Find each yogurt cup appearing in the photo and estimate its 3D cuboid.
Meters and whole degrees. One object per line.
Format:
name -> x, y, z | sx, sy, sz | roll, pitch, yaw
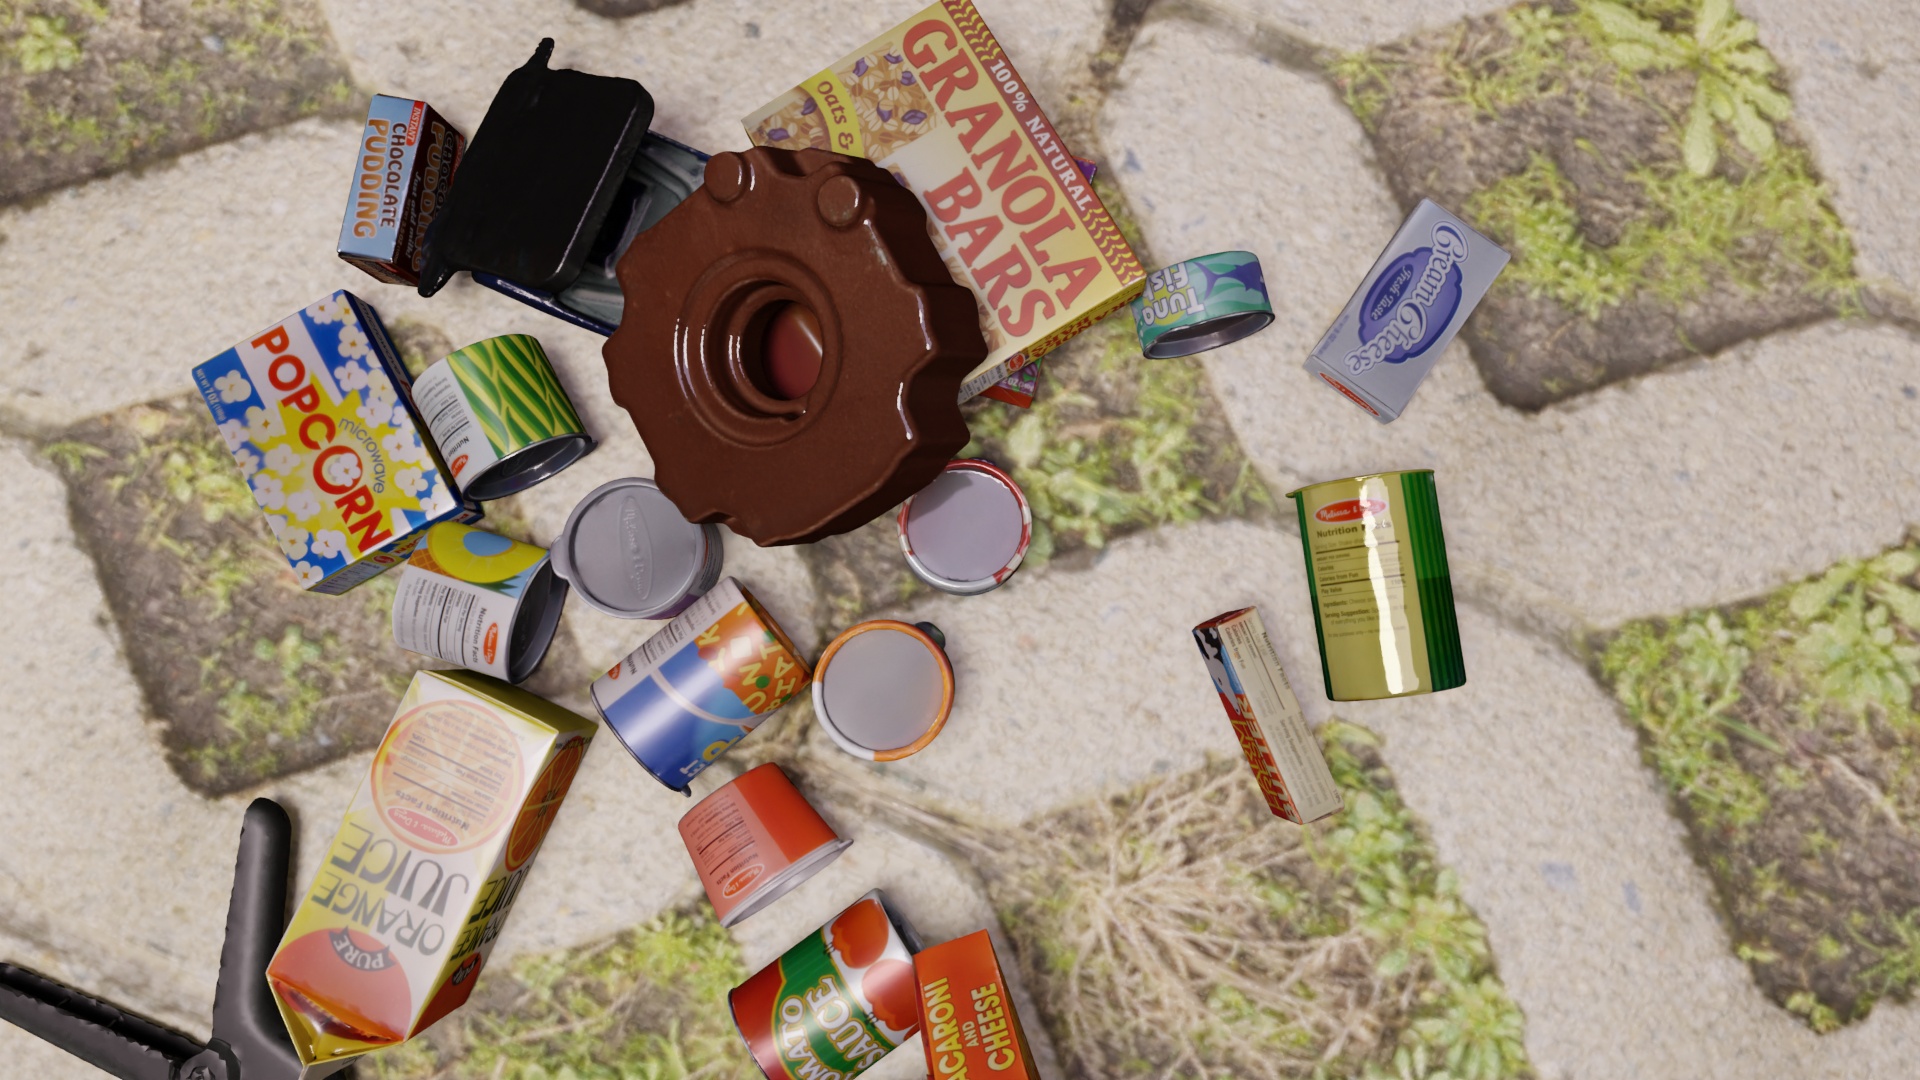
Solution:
yogurt cup -> -0.096, 0.142, 0.655 | 0.072, 0.072, 0.054 | -35, 78, -3

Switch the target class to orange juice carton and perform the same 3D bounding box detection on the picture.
orange juice carton -> -0.251, 0.160, 0.648 | 0.073, 0.071, 0.193 | 25, 85, 2

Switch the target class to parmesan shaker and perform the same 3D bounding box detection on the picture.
parmesan shaker -> 0.198, 0.022, 0.666 | 0.071, 0.071, 0.103 | -7, 86, -1

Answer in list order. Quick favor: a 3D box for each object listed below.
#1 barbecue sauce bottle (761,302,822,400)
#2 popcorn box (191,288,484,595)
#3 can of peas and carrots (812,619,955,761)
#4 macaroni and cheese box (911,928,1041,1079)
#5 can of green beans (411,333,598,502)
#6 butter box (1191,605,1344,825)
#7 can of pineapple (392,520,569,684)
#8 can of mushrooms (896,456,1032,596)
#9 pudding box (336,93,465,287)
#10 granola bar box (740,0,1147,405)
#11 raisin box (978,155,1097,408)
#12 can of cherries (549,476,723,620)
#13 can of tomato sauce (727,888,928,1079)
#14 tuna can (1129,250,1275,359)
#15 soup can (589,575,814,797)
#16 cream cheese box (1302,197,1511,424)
barbecue sauce bottle -> -0.074, -0.084, 0.680 | 0.064, 0.044, 0.148 | -23, 79, 38
popcorn box -> -0.306, -0.048, 0.684 | 0.085, 0.038, 0.127 | -29, 85, -3
can of peas and carrots -> -0.034, 0.069, 0.663 | 0.071, 0.058, 0.071 | 0, 85, 0
macaroni and cheese box -> 0.026, 0.269, 0.582 | 0.040, 0.124, 0.165 | -19, 112, -2
can of green beans -> -0.222, -0.059, 0.672 | 0.071, 0.071, 0.058 | -28, 85, -2
butter box -> 0.146, 0.084, 0.665 | 0.024, 0.053, 0.103 | -23, 86, -5
can of pineapple -> -0.228, 0.028, 0.665 | 0.058, 0.071, 0.071 | 17, 85, 2
can of mushrooms -> 0.002, -0.009, 0.684 | 0.071, 0.033, 0.071 | 0, 85, 1
pudding box -> -0.277, -0.172, 0.691 | 0.030, 0.049, 0.084 | 10, 84, 3
granola bar box -> -0.008, -0.156, 0.655 | 0.124, 0.039, 0.165 | -31, 81, 1
raisin box -> 0.011, -0.137, 0.693 | 0.086, 0.040, 0.123 | 16, 84, 2
can of cherries -> -0.154, 0.005, 0.670 | 0.071, 0.058, 0.071 | 0, 86, 0
can of tomato sauce -> -0.054, 0.213, 0.644 | 0.083, 0.071, 0.071 | -35, 86, -3
tuna can -> 0.115, -0.114, 0.675 | 0.071, 0.071, 0.033 | -14, 84, -1
soup can -> -0.120, 0.069, 0.661 | 0.084, 0.071, 0.071 | -39, 86, -4
cream cheese box -> 0.224, -0.116, 0.698 | 0.053, 0.024, 0.104 | 36, 86, 3
